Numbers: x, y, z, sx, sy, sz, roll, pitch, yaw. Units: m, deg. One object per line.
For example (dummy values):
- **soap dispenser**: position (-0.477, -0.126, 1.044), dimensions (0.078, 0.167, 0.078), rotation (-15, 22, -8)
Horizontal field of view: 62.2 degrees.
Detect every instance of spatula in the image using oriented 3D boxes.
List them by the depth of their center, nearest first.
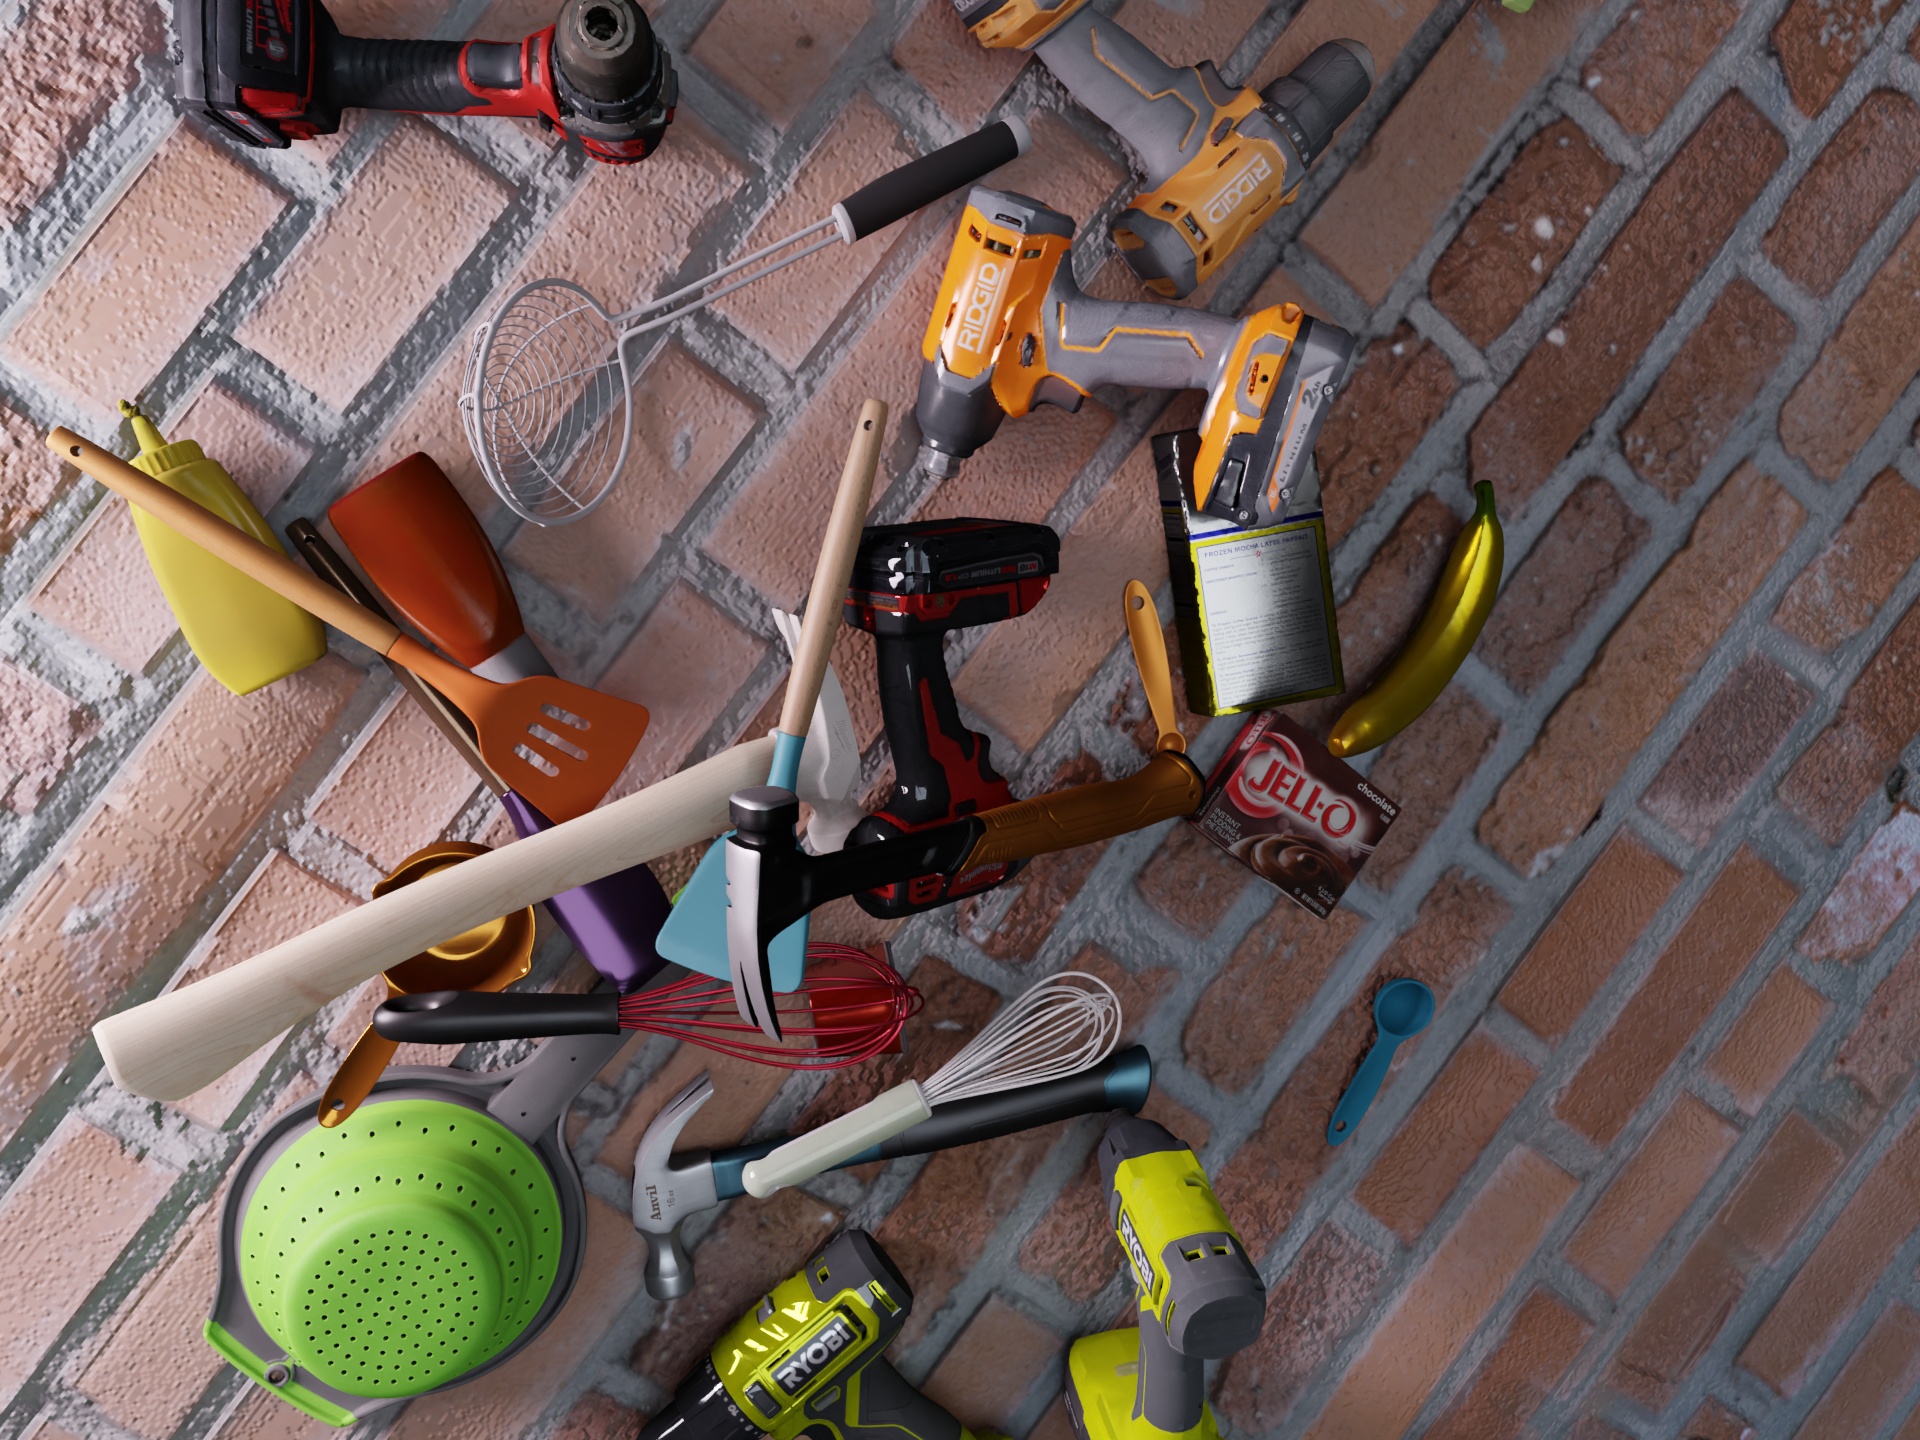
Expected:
- **spatula**: position (-0.314, -0.053, 0.823), dimensions (0.322, 0.041, 0.081), rotation (34, 88, -15)
- **spatula**: position (-0.084, -0.017, 0.851), dimensions (0.082, 0.044, 0.317), rotation (15, 96, 6)
- **spatula**: position (-0.264, 0.017, 0.880), dimensions (0.060, 0.018, 0.316), rotation (-41, 99, -24)

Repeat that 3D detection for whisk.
- **whisk**: position (-0.166, 0.159, 0.867), dimensions (0.295, 0.073, 0.073), rotation (0, 98, -8)
- **whisk**: position (-0.016, 0.220, 0.944), dimensions (0.246, 0.057, 0.059), rotation (-25, 71, -6)

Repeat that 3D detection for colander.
- **colander**: position (-0.257, 0.244, 0.891), dimensions (0.204, 0.094, 0.397), rotation (43, 86, -16)

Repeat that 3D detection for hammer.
- **hammer**: position (-0.236, 0.074, 0.833), dimensions (0.410, 0.038, 0.146), rotation (-24, 113, -27)
- **hammer**: position (0.017, 0.073, 0.887), dimensions (0.336, 0.034, 0.127), rotation (-11, 109, -40)
- **hammer**: position (-0.038, 0.256, 0.982), dimensions (0.331, 0.033, 0.128), rotation (-10, 102, -13)

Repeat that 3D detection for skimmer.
- **skimmer**: position (-0.103, -0.232, 0.864), dimensions (0.363, 0.090, 0.127), rotation (-30, 136, -11)

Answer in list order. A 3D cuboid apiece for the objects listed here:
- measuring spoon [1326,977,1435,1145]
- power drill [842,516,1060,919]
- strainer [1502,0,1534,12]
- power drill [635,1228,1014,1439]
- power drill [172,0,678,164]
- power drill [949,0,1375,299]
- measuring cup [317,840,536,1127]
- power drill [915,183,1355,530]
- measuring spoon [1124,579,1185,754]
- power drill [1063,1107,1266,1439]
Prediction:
- **measuring spoon**: position (0.275, 0.227, 1.070), dimensions (0.042, 0.021, 0.128), rotation (22, 101, -16)
- **power drill**: position (-0.001, -0.003, 0.920), dimensions (0.143, 0.079, 0.219), rotation (-12, 107, -40)
- **strainer**: position (0.332, -0.556, 0.938), dimensions (0.151, 0.069, 0.256), rotation (-29, 103, -6)
- **power drill**: position (-0.069, 0.454, 0.981), dimensions (0.190, 0.080, 0.228), rotation (-39, 103, -6)
- **power drill**: position (-0.250, -0.320, 0.766), dimensions (0.226, 0.188, 0.080), rotation (2, 99, -11)
- **power drill**: position (0.121, -0.384, 0.906), dimensions (0.185, 0.084, 0.226), rotation (-44, 110, -4)
- **measuring cup**: position (-0.305, 0.146, 0.888), dimensions (0.095, 0.052, 0.173), rotation (33, 91, -16)
- **power drill**: position (0.087, -0.186, 0.896), dimensions (0.226, 0.084, 0.164), rotation (21, 109, 5)
- **measuring spoon**: position (0.120, -0.031, 0.993), dimensions (0.021, 0.011, 0.117), rotation (-16, 98, -13)
- **power drill**: position (0.117, 0.362, 0.963), dimensions (0.080, 0.171, 0.223), rotation (-4, 117, -14)
